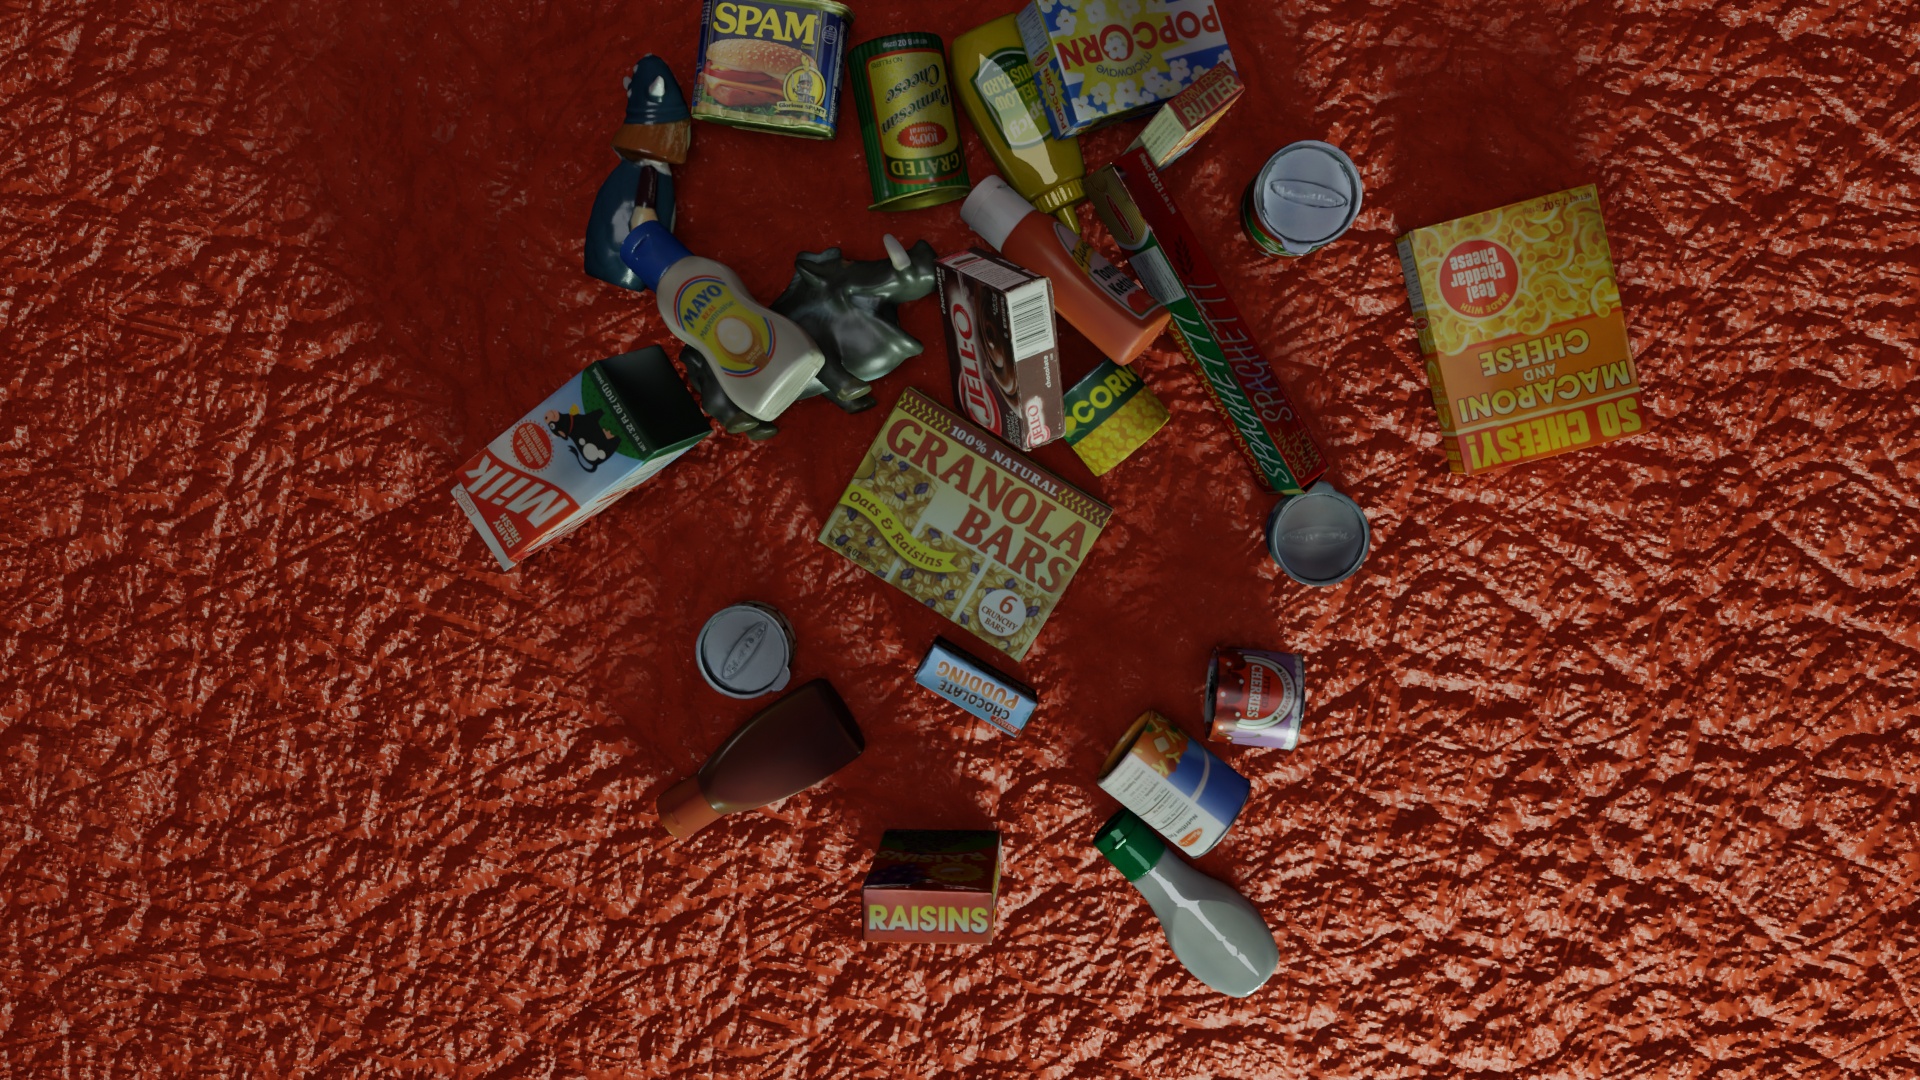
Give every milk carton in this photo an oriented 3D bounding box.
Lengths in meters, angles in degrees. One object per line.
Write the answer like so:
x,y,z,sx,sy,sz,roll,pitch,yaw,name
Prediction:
-0.269,-0.050,0.941,0.190,0.074,0.072,-32,92,26,milk carton

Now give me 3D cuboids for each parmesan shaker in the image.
-0.037,-0.277,0.923,0.071,0.071,0.103,-11,94,5,parmesan shaker

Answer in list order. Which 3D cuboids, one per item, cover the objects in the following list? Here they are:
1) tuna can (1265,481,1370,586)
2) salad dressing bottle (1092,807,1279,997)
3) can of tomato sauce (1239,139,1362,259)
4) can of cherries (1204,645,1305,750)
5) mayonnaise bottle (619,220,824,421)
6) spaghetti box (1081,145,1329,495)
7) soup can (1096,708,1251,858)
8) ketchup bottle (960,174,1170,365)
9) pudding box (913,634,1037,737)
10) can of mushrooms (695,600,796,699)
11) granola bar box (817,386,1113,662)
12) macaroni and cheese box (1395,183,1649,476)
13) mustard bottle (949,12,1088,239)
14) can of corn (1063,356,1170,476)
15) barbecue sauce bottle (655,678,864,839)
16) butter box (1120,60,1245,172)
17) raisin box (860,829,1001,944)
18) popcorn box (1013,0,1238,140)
0.242,-0.006,0.946,0.071,0.033,0.071,0,95,4,tuna can
0.156,0.251,0.970,0.064,0.044,0.147,-44,90,8,salad dressing bottle
0.219,-0.218,0.904,0.071,0.083,0.071,0,96,4,can of tomato sauce
0.198,0.105,0.939,0.058,0.071,0.071,6,96,4,can of cherries
-0.158,-0.146,0.896,0.148,0.041,0.064,44,95,11,mayonnaise bottle
0.162,-0.140,0.914,0.029,0.050,0.249,-35,100,-16,spaghetti box
0.147,0.164,0.953,0.084,0.071,0.071,38,97,1,soup can
0.065,-0.177,0.903,0.149,0.065,0.043,42,121,8,ketchup bottle
0.011,0.101,0.962,0.084,0.050,0.030,30,95,1,pudding box
-0.149,0.078,0.979,0.071,0.033,0.071,0,94,4,can of mushrooms
0.003,-0.012,0.958,0.165,0.039,0.124,31,96,0,granola bar box
0.372,-0.138,0.922,0.124,0.040,0.166,-14,93,5,macaroni and cheese box
0.049,-0.267,0.928,0.065,0.049,0.160,-26,94,2,mustard bottle
0.099,-0.085,0.930,0.071,0.071,0.058,-40,93,6,can of corn
-0.144,0.159,0.981,0.148,0.044,0.065,-32,92,6,barbecue sauce bottle
0.137,-0.262,0.890,0.053,0.103,0.024,-39,92,-16,butter box
-0.017,0.231,0.939,0.086,0.123,0.040,1,96,4,raisin box
0.109,-0.320,0.902,0.127,0.038,0.085,-20,94,-19,popcorn box
